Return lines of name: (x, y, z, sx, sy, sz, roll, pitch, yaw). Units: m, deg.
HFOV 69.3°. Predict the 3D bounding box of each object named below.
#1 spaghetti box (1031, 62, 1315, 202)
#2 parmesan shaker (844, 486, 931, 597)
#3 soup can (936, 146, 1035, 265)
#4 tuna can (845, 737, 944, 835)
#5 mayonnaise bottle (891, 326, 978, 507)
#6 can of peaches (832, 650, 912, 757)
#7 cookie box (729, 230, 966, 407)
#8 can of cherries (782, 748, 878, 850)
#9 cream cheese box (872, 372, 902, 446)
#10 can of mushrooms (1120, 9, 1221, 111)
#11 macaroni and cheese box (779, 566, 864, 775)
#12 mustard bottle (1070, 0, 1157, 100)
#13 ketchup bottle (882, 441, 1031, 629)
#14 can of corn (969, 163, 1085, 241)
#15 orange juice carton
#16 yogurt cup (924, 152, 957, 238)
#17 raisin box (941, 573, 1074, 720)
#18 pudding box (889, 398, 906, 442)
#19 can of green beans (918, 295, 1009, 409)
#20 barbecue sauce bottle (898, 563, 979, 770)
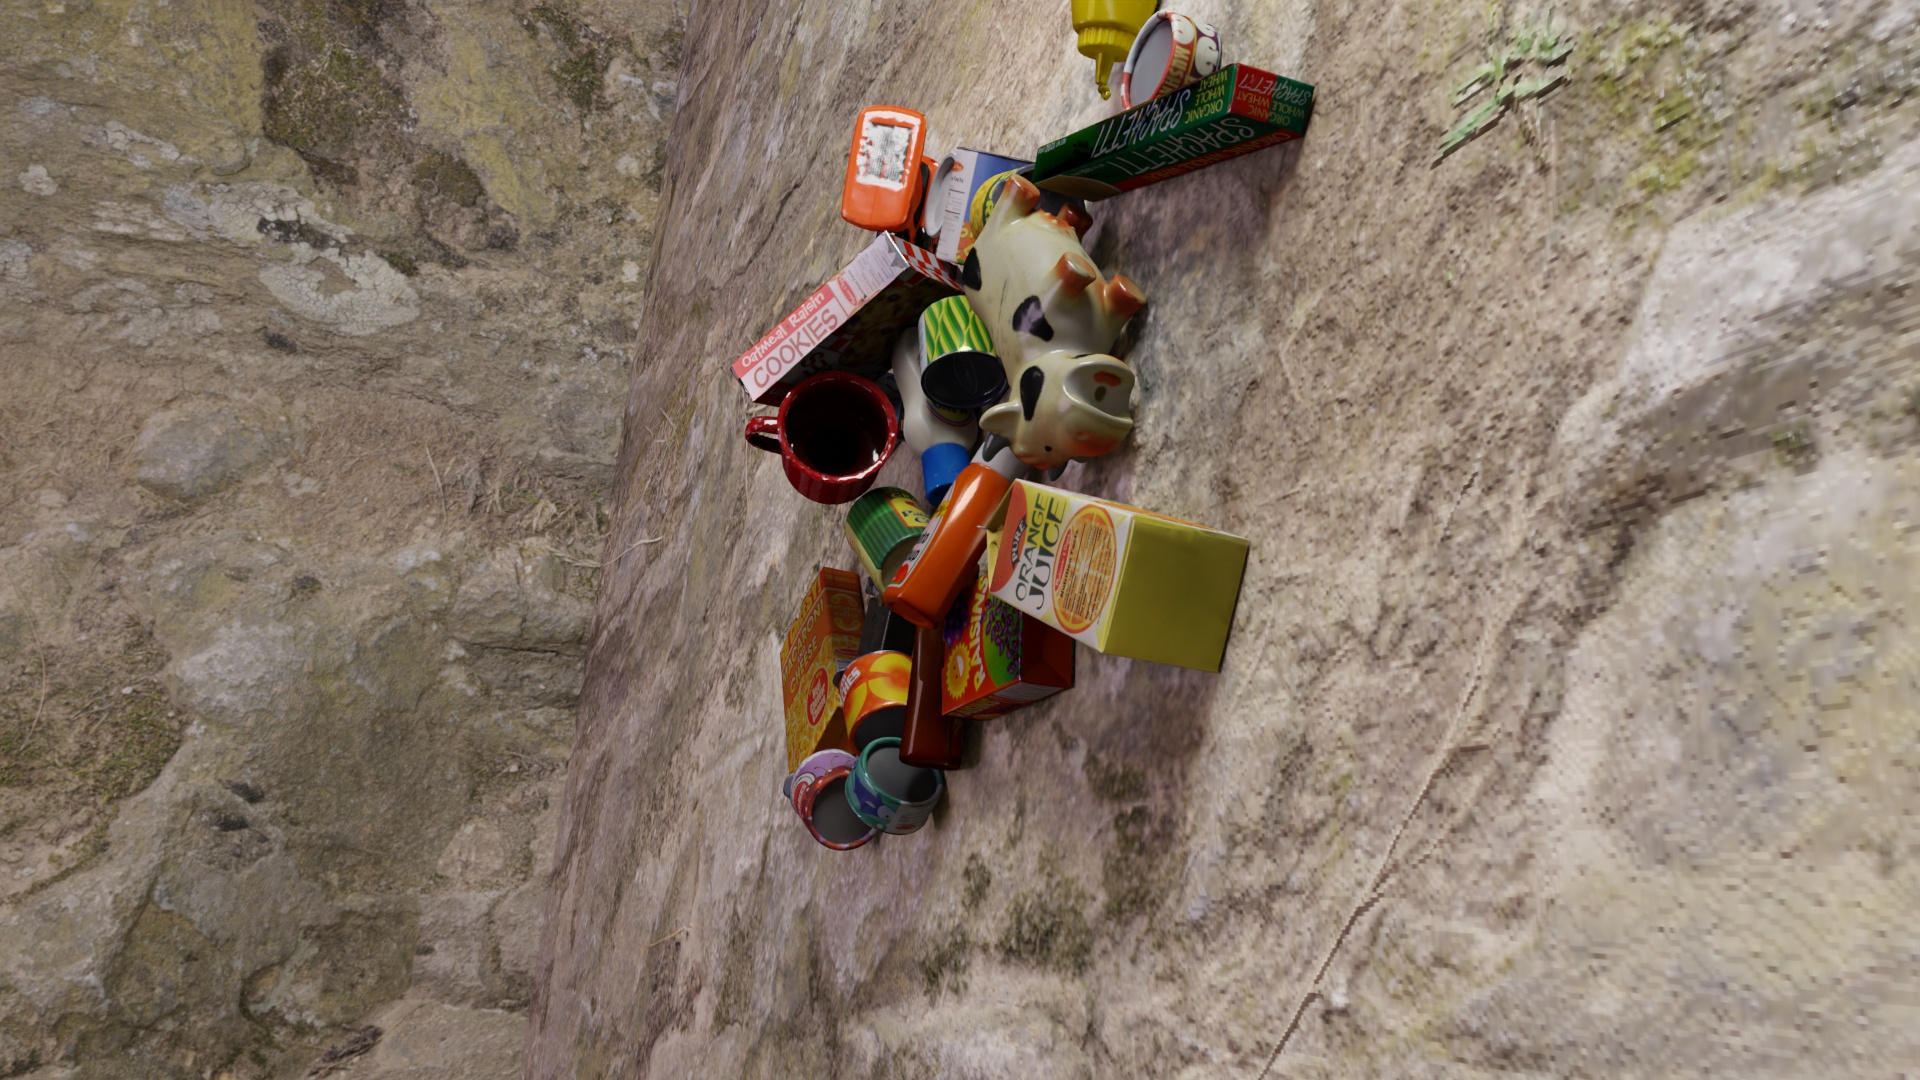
spaghetti box: (0.116, -0.239, 0.831, 0.250, 0.050, 0.028, -167, 87, -68)
parmesan shaker: (-0.045, 0.007, 1.087, 0.103, 0.071, 0.071, -130, 55, -62)
soup can: (0.024, -0.245, 1.038, 0.071, 0.071, 0.083, -138, 57, -65)
tuna can: (-0.049, 0.175, 1.004, 0.071, 0.071, 0.032, -105, 35, -48)
mayonnaise bottle: (-0.016, -0.095, 1.072, 0.041, 0.065, 0.149, -48, 41, 46)
can of peaches: (-0.058, 0.126, 1.049, 0.058, 0.071, 0.071, -109, 36, -49)
cookie box: (-0.083, -0.167, 1.103, 0.167, 0.123, 0.040, -37, 74, 19)
can of cherries: (-0.101, 0.208, 1.112, 0.058, 0.071, 0.071, -153, 76, -67)
cream cheese box: (-0.070, -0.110, 1.217, 0.103, 0.053, 0.024, 134, 140, -53)
can of mushrooms: (0.128, -0.286, 0.849, 0.071, 0.033, 0.071, -167, 89, -68)
macaroni and cheese box: (-0.122, 0.125, 1.245, 0.167, 0.040, 0.123, -103, 33, -46)
mustard bottle: (0.102, -0.371, 0.917, 0.049, 0.065, 0.160, 14, 96, 64)
ketchup bottle: (0.003, -0.012, 0.942, 0.149, 0.043, 0.064, -58, 6, -13)
can of corn: (0.044, -0.229, 0.975, 0.058, 0.071, 0.071, -159, 81, -69)
orange juice carton: (0.074, 0.013, 0.780, 0.193, 0.072, 0.073, -156, 79, -67)
yogurt cup: (0.008, -0.268, 1.103, 0.072, 0.054, 0.072, -168, 89, -68)
raisin box: (0.029, 0.066, 0.909, 0.123, 0.040, 0.086, 145, 131, -61)
pudding box: (-0.040, -0.097, 1.143, 0.083, 0.050, 0.030, -171, 90, -69)
can of green beans: (0.002, -0.141, 1.040, 0.071, 0.071, 0.058, 127, 147, -48)
barbecue sauce bottle: (-0.013, 0.087, 0.988, 0.064, 0.044, 0.149, 80, -164, -75)
